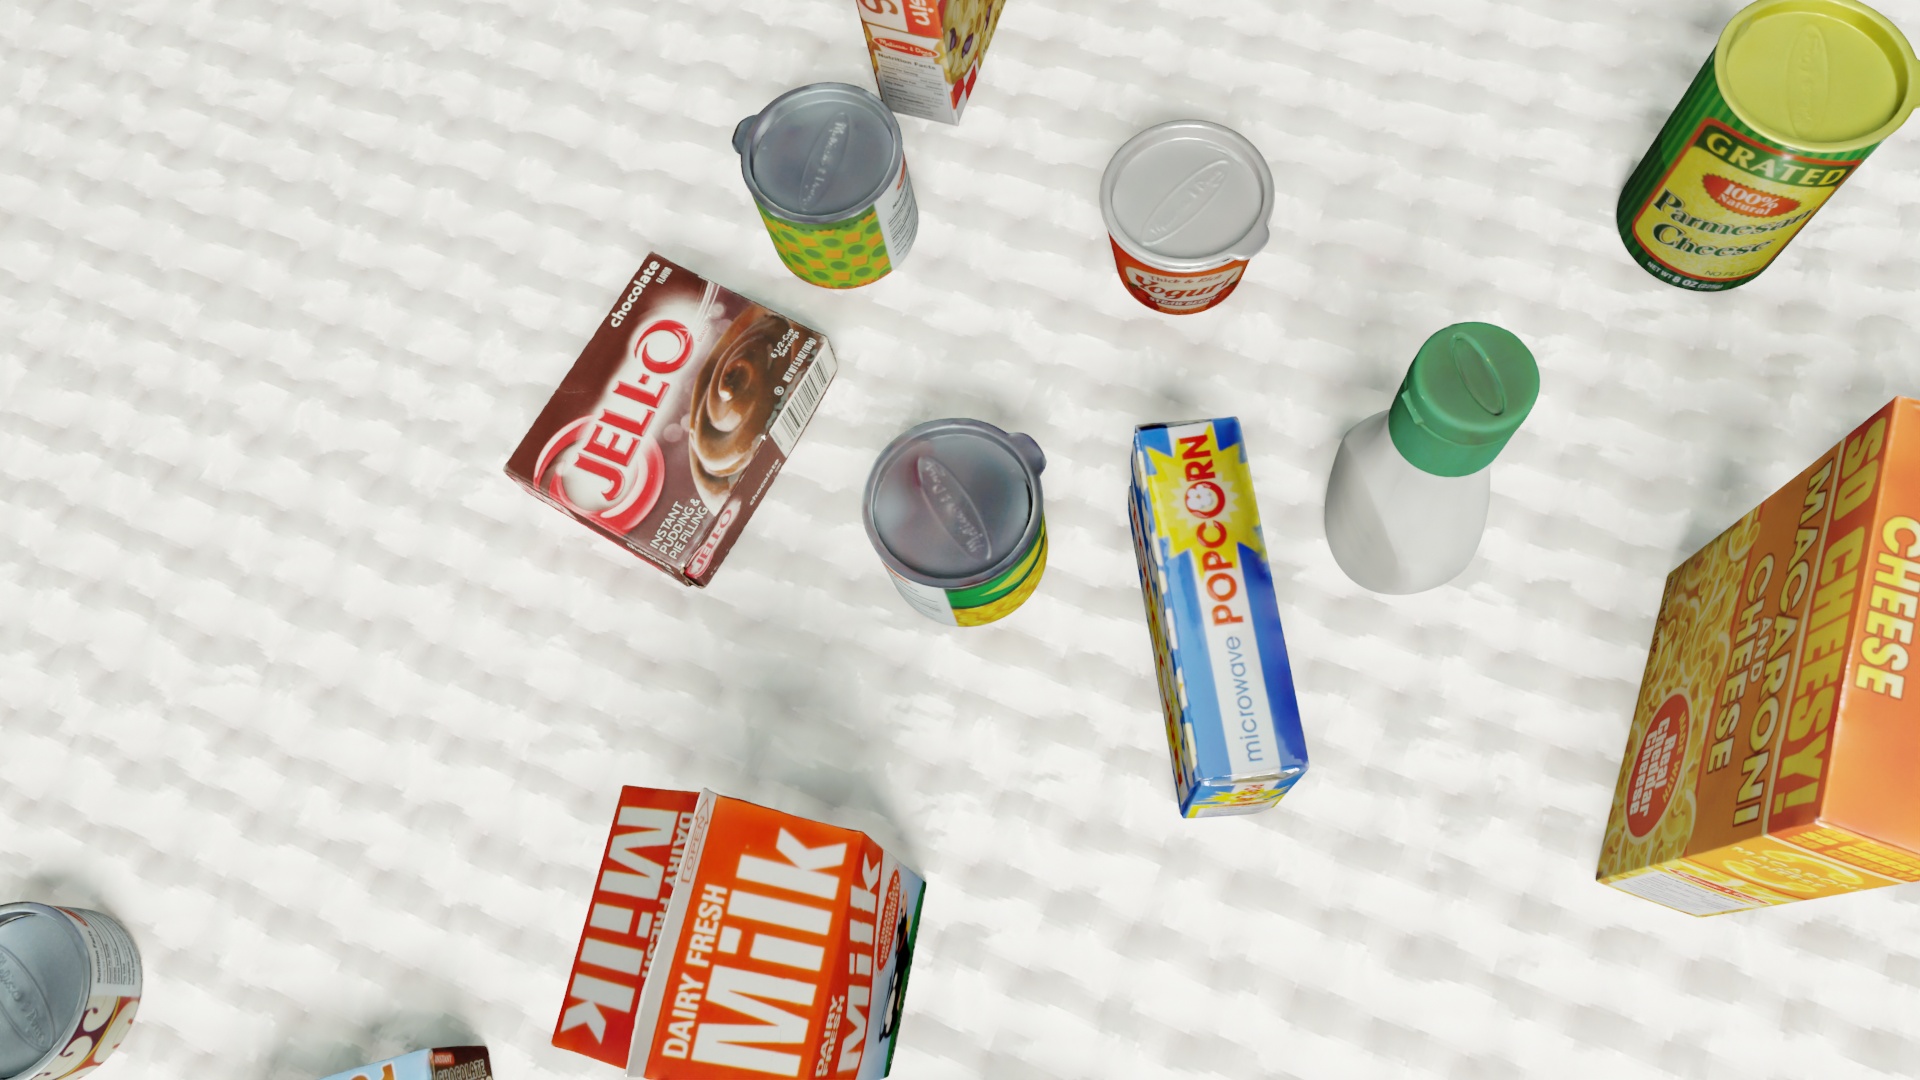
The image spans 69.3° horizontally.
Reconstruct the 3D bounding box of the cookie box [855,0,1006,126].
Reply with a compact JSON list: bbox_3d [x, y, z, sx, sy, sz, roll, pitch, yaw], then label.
[{"bbox_3d":[-0.006,-0.270,0.564,0.040,0.167,0.123,16,74,11],"label":"cookie box"}]

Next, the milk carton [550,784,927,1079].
[{"bbox_3d":[-0.062,0.123,0.421,0.073,0.190,0.072,9,73,9],"label":"milk carton"}]

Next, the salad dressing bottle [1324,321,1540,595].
[{"bbox_3d":[0.158,-0.025,0.473,0.044,0.147,0.064,-19,71,0],"label":"salad dressing bottle"}]

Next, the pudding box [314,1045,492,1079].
[{"bbox_3d":[-0.212,0.202,0.484,0.084,0.049,0.030,-16,71,0],"label":"pudding box"}]

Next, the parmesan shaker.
[{"bbox_3d":[0.301,-0.145,0.523,0.071,0.102,0.071,-2,71,5],"label":"parmesan shaker"}]

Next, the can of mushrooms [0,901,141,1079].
[{"bbox_3d":[-0.347,0.171,0.517,0.071,0.033,0.071,-2,71,5],"label":"can of mushrooms"}]

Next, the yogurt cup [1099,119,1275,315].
[{"bbox_3d":[0.091,-0.128,0.565,0.072,0.053,0.072,-2,71,5],"label":"yogurt cup"}]

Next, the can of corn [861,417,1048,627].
[{"bbox_3d":[0.002,-0.007,0.530,0.071,0.058,0.071,-2,71,5],"label":"can of corn"}]

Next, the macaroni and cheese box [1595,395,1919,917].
[{"bbox_3d":[0.256,0.046,0.428,0.040,0.166,0.124,18,74,11],"label":"macaroni and cheese box"}]

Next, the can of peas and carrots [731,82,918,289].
[{"bbox_3d":[-0.056,-0.148,0.584,0.071,0.058,0.071,-2,71,5],"label":"can of peas and carrots"}]

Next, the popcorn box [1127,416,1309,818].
[{"bbox_3d":[0.088,0.030,0.494,0.038,0.085,0.127,-8,71,3],"label":"popcorn box"}]
